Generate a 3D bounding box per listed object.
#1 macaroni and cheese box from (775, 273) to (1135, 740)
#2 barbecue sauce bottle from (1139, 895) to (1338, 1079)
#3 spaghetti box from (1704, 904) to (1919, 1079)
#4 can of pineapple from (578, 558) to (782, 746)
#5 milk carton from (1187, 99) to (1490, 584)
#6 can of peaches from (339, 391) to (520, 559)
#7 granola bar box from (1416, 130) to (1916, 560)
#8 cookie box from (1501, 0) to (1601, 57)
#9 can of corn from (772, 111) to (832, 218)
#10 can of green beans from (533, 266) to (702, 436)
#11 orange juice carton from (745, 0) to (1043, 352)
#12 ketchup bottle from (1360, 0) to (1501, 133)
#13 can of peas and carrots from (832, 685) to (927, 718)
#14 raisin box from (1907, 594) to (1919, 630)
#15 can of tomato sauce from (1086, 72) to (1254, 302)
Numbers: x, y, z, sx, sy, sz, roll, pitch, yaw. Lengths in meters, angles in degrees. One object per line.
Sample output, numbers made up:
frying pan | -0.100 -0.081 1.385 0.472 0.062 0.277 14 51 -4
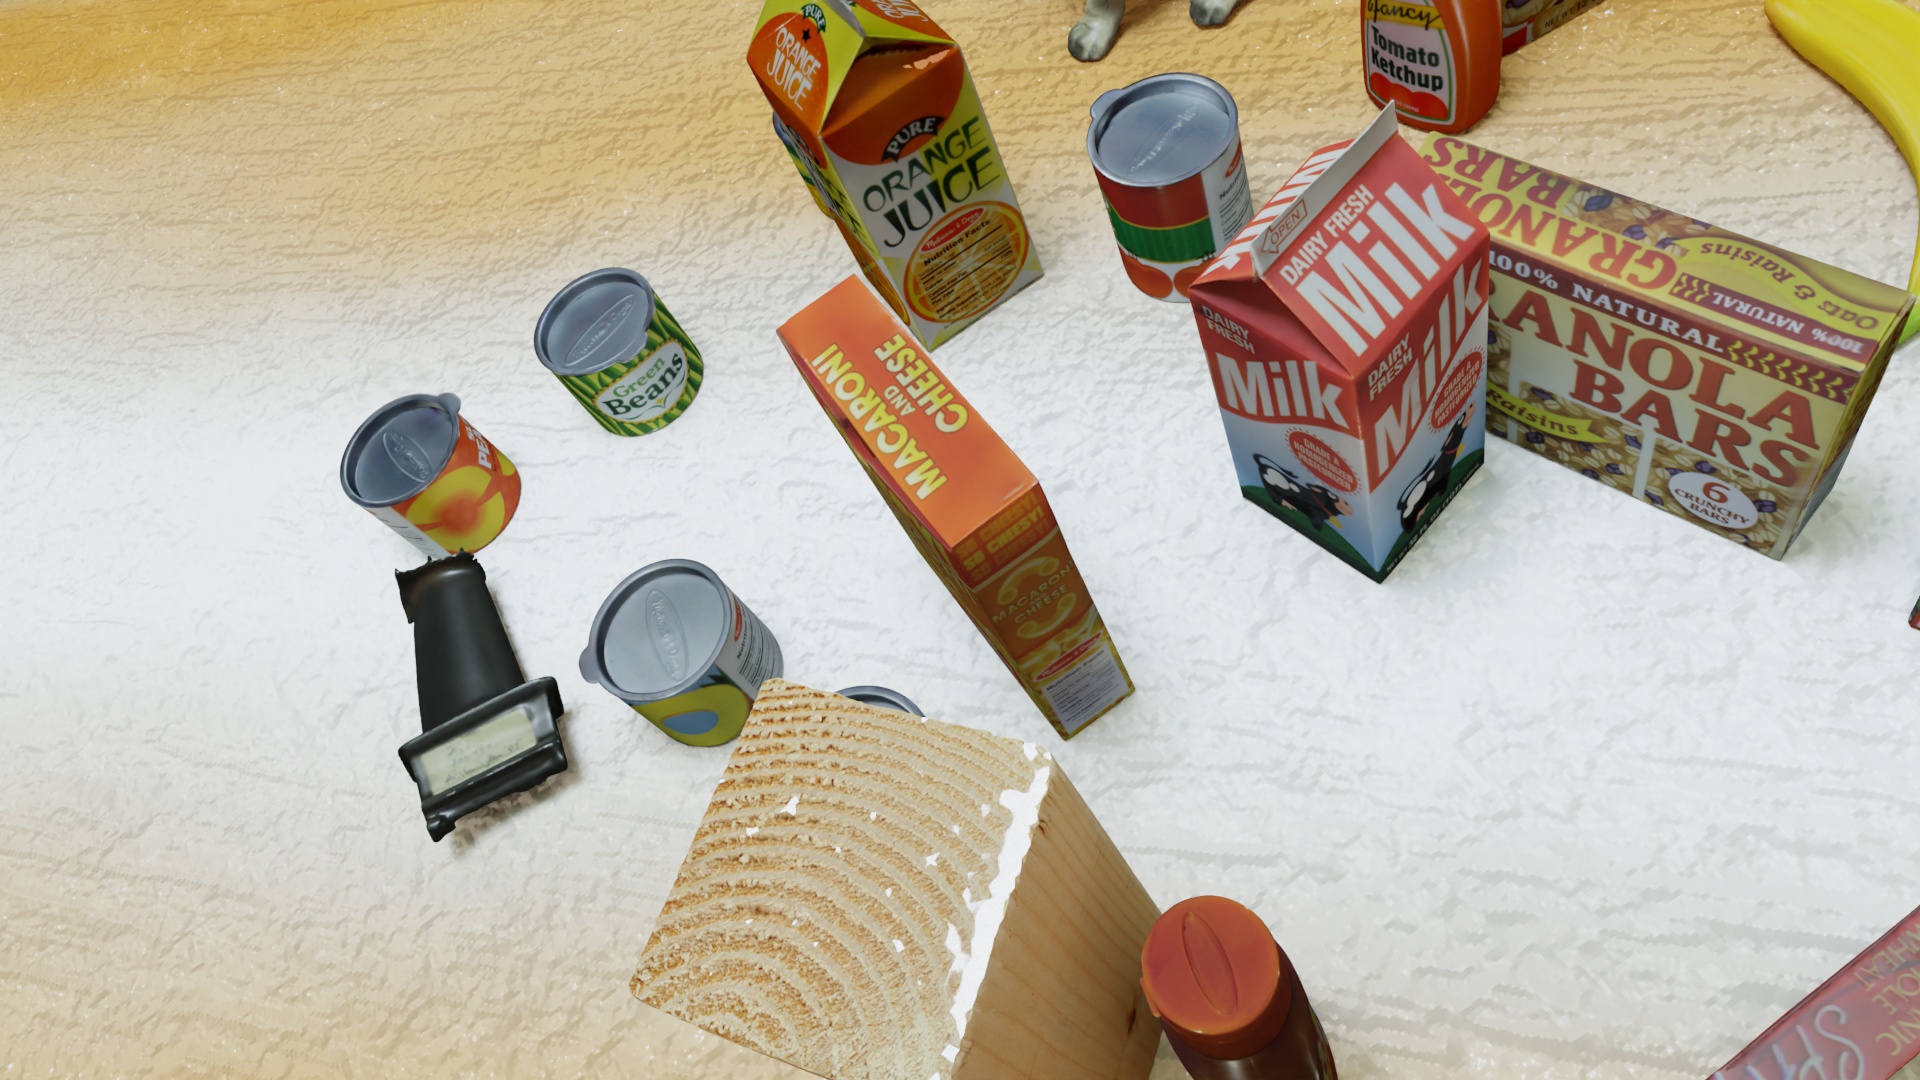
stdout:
macaroni and cheese box | 0.002 -0.007 0.530 0.040 0.166 0.124 -37 56 -3
barbecue sauce bottle | 0.086 0.145 0.423 0.043 0.148 0.065 -24 56 5
spaghetti box | 0.202 0.197 0.412 0.250 0.050 0.029 -37 56 -4
can of pineapple | -0.120 0.050 0.604 0.071 0.057 0.071 -9 59 14
milk carton | 0.140 -0.069 0.504 0.072 0.190 0.073 -46 57 -10
can of peaches | -0.265 -0.033 0.703 0.071 0.058 0.071 -9 59 14
granola bar box | 0.238 -0.070 0.511 0.166 0.123 0.039 32 76 31
cookie box | 0.272 -0.308 0.612 0.123 0.167 0.040 -29 56 1
can of corn | -0.056 -0.210 0.734 0.071 0.058 0.071 -9 59 14
can of green beans | -0.173 -0.095 0.707 0.071 0.057 0.071 -9 59 14
orange juice carton | -0.032 -0.180 0.627 0.073 0.192 0.072 -35 56 -3
ketchup bottle | 0.207 -0.250 0.612 0.043 0.148 0.065 -46 57 -9
can of peas and carrots | -0.030 0.099 0.544 0.071 0.058 0.071 -9 59 14
raisin box | 0.355 -0.025 0.445 0.040 0.123 0.086 29 74 30
can of tomato sauce | 0.097 -0.160 0.637 0.071 0.082 0.071 -9 59 15
